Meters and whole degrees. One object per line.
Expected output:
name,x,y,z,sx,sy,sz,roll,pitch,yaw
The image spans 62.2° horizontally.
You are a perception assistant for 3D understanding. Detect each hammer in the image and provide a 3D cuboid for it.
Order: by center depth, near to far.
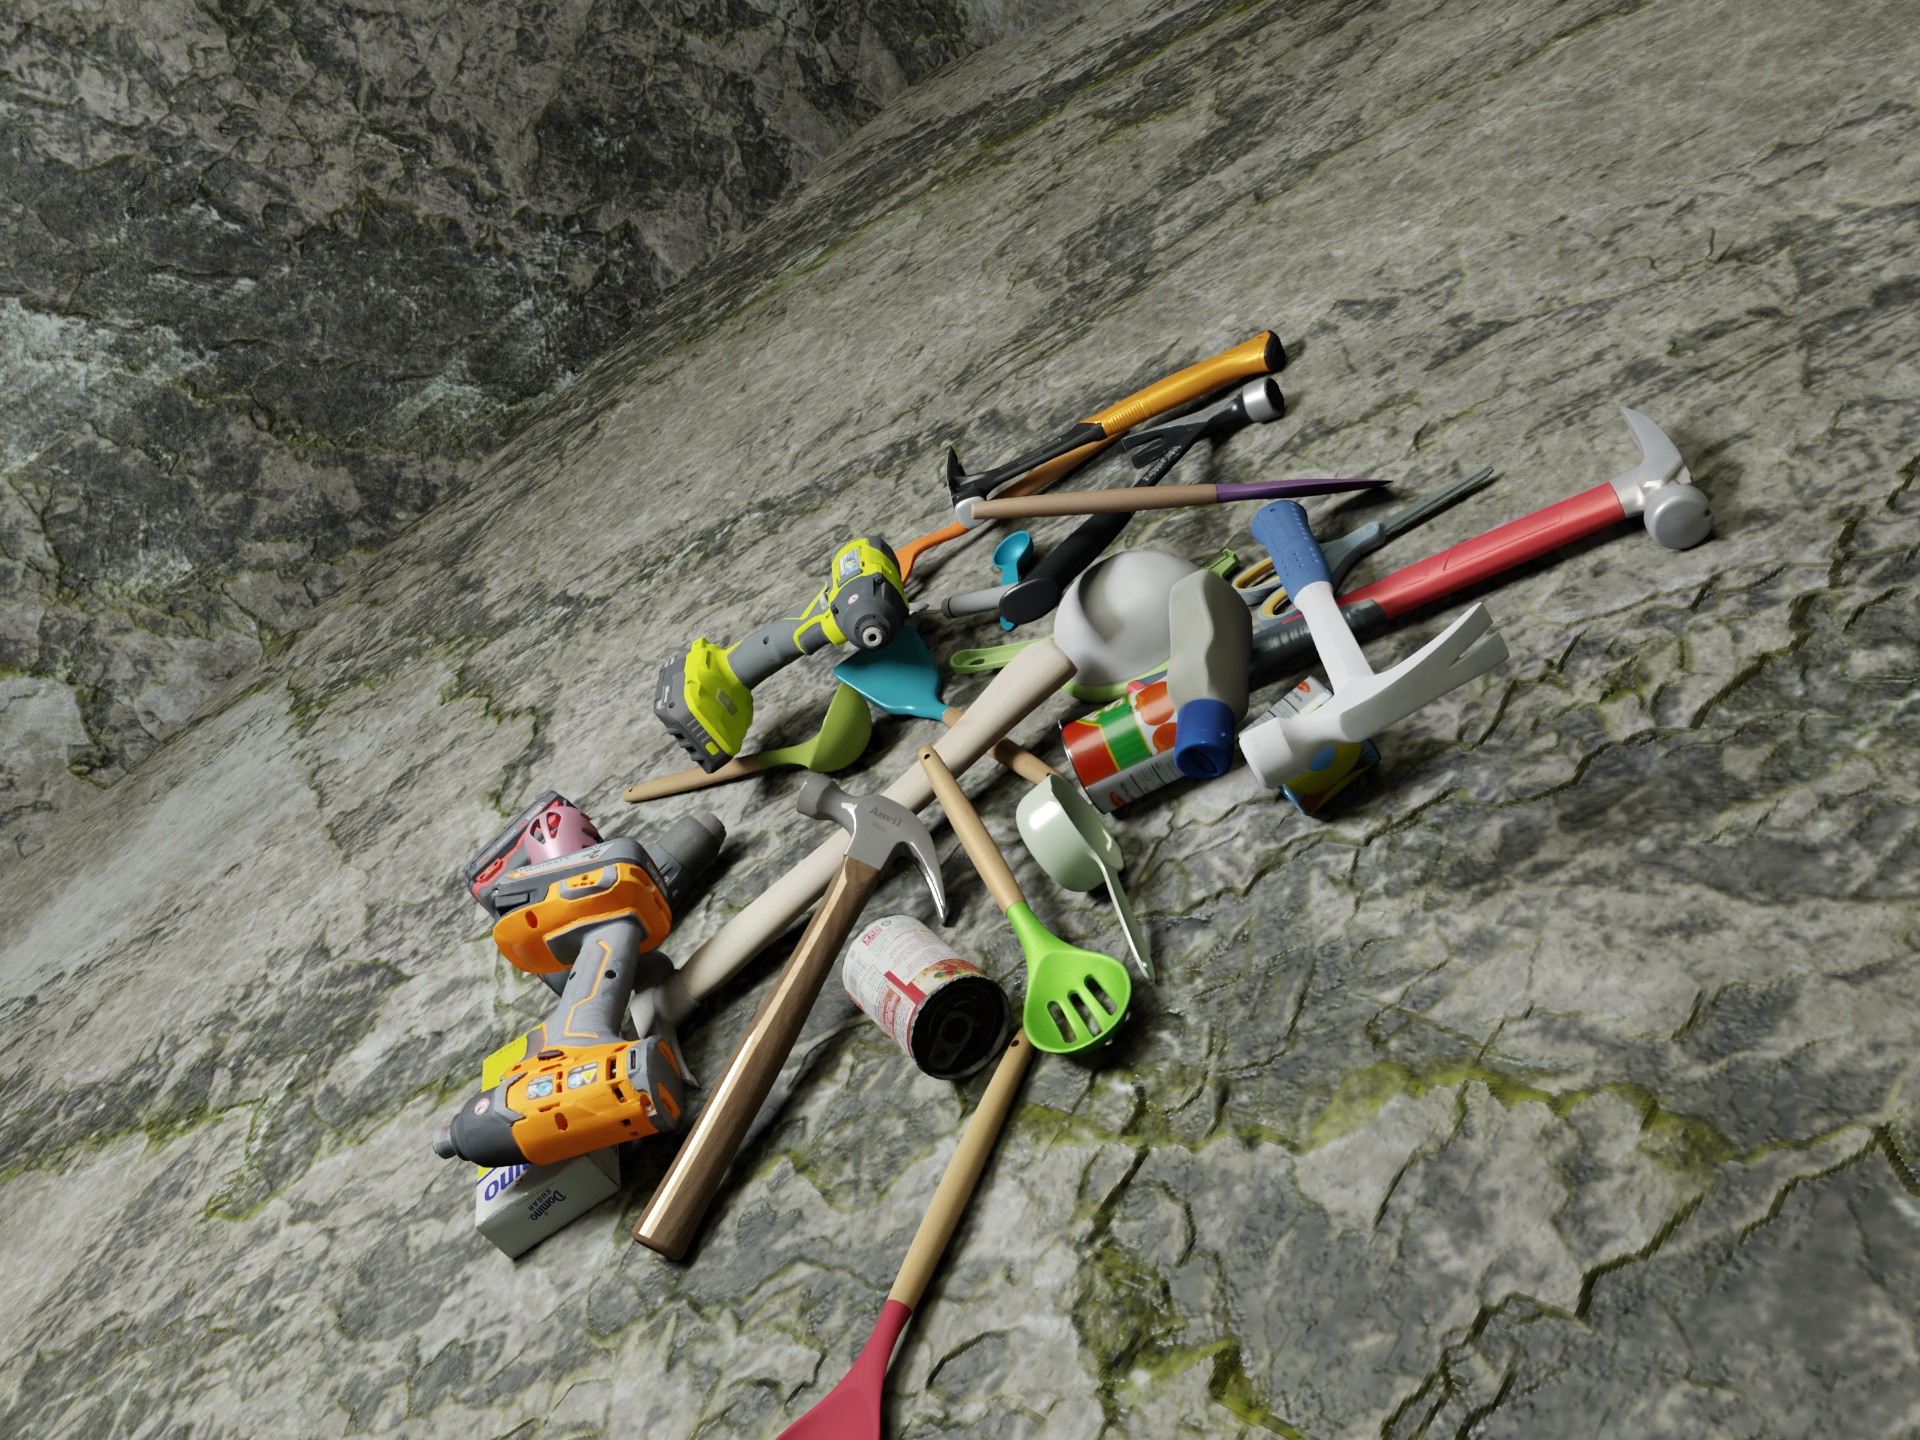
hammer,0.230,-0.077,1.001,0.144,0.035,0.406,-28,17,14
hammer,-0.113,0.192,1.038,0.130,0.031,0.331,22,63,11
hammer,0.292,-0.093,1.078,0.386,0.038,0.143,-24,29,20
hammer,-0.073,0.092,1.154,0.410,0.038,0.146,-42,30,-2
hammer,0.133,-0.178,1.288,0.149,0.036,0.409,-15,20,37
hammer,0.143,-0.285,1.499,0.337,0.034,0.127,-24,32,9

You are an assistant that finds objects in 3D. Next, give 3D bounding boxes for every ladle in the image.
ladle,-0.023,0.289,0.847,0.069,0.031,0.316,-7,37,37
ladle,-0.200,0.032,1.397,0.320,0.062,0.078,-15,41,38

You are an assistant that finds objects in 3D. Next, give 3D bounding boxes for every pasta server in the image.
pasta server,-0.281,0.173,1.204,0.060,0.040,0.317,-29,49,-2

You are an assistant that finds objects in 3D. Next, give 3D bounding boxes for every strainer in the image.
strainer,0.084,-0.081,1.247,0.256,0.069,0.152,-9,38,37
strainer,-0.015,-0.095,1.397,0.258,0.050,0.087,-9,12,37

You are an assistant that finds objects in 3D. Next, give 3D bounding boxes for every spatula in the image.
spatula,0.166,-0.168,1.189,0.316,0.018,0.060,-4,3,-1
spatula,-0.002,-0.004,1.251,0.082,0.044,0.318,-32,28,-15
spatula,0.028,-0.193,1.531,0.322,0.041,0.081,-32,28,-4

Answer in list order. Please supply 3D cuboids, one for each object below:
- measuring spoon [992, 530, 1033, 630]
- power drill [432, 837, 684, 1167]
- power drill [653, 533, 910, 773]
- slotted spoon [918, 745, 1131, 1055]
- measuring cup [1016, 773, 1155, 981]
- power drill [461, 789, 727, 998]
measuring spoon,0.049,-0.118,1.405,0.042,0.021,0.129,-27,38,27
power drill,-0.275,0.199,1.089,0.164,0.084,0.227,-17,43,4
power drill,-0.145,-0.057,1.338,0.223,0.080,0.171,-33,24,10
slotted spoon,0.029,0.105,1.017,0.070,0.031,0.314,-34,39,1
measuring cup,0.079,0.105,0.990,0.038,0.083,0.168,-37,43,15
power drill,-0.309,0.129,1.346,0.188,0.080,0.227,-46,33,-18
